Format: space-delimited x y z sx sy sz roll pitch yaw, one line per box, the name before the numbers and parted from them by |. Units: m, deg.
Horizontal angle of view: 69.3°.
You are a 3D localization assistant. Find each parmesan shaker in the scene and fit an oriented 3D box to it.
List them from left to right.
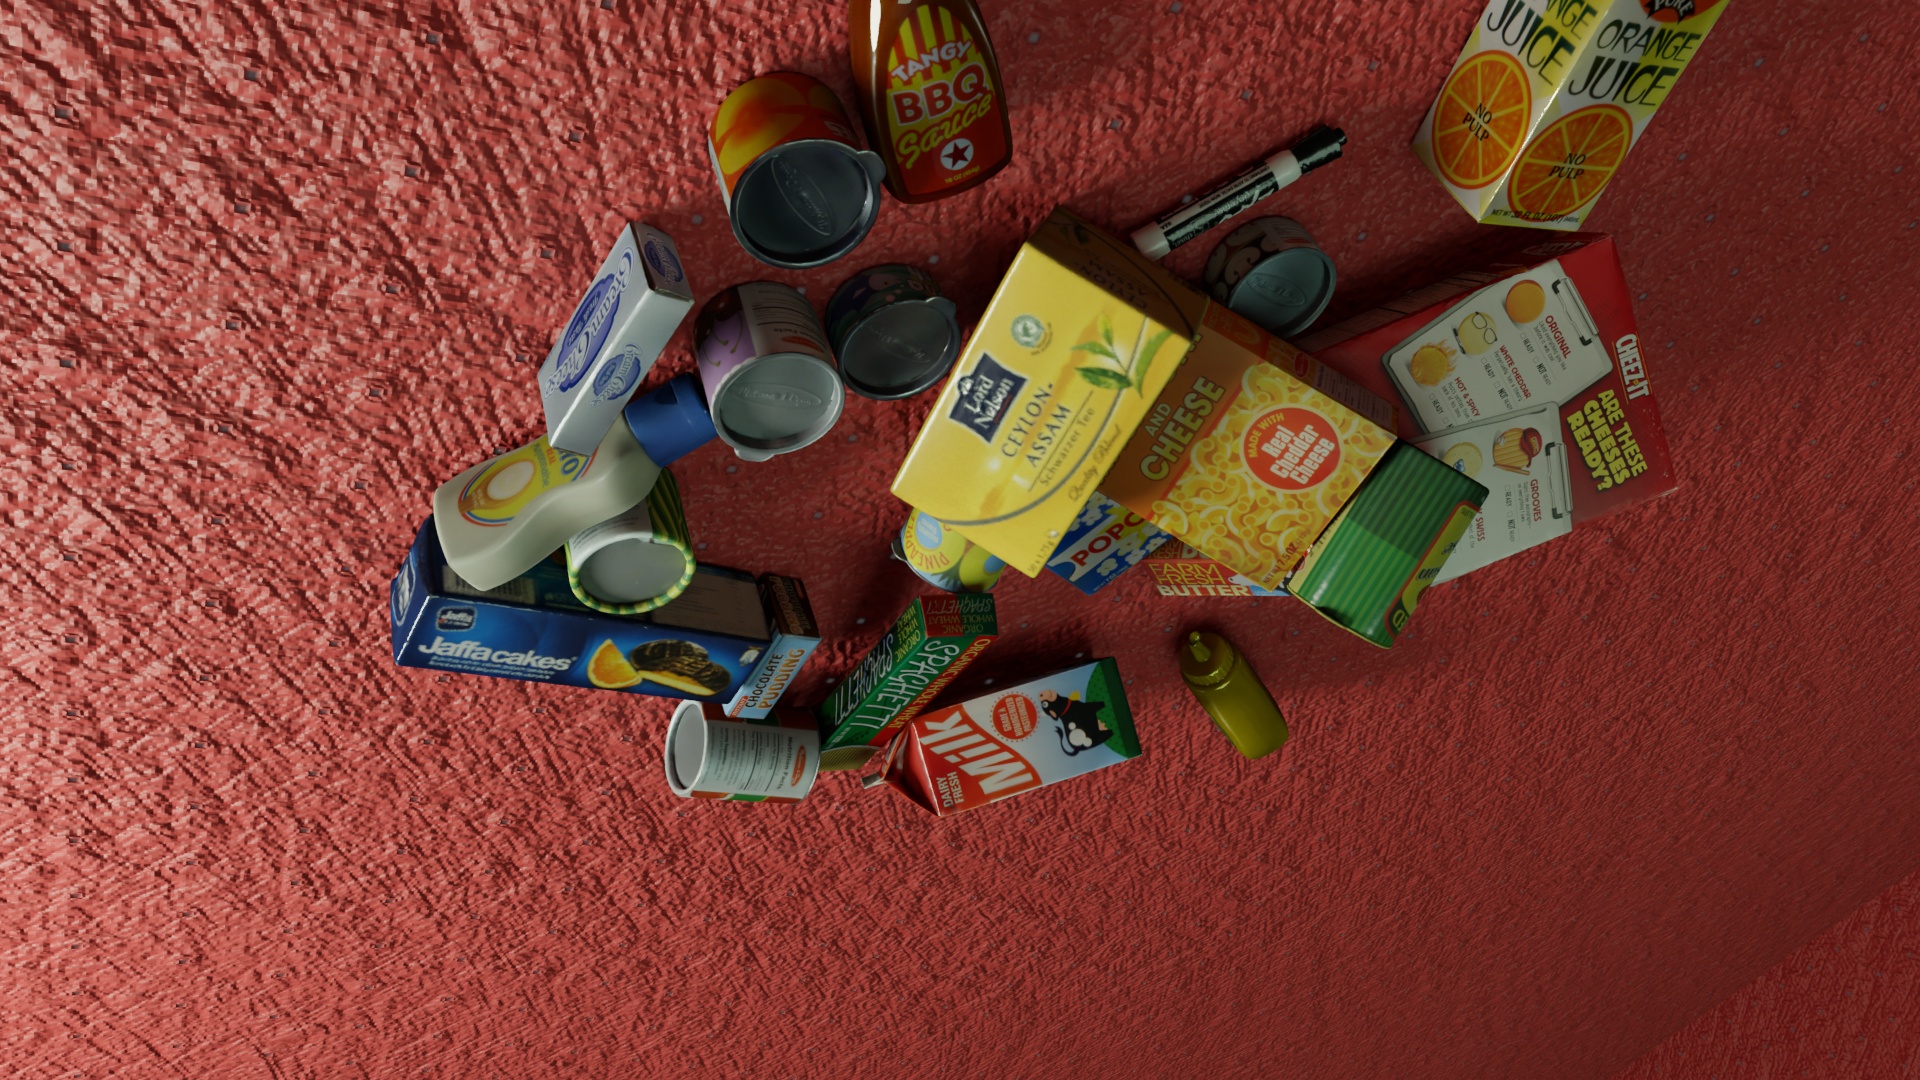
parmesan shaker | 0.236 0.000 0.768 0.071 0.071 0.103 20 105 -40

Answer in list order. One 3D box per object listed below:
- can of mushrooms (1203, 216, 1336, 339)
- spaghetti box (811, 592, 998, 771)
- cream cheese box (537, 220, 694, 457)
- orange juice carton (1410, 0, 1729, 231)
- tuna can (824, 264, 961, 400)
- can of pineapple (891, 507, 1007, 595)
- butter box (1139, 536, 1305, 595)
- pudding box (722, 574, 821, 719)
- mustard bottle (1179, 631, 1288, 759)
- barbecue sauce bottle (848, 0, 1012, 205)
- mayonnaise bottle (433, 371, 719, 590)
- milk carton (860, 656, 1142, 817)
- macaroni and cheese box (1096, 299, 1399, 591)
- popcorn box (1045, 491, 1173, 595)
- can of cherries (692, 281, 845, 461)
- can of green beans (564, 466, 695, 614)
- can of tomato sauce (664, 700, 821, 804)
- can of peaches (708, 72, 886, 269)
can of mushrooms | 0.170 -0.143 0.773 0.071 0.033 0.070 -14 141 -12
spaghetti box | -0.048 0.097 0.892 0.050 0.029 0.248 0 153 -26
cream cheese box | -0.165 -0.094 0.653 0.024 0.053 0.103 15 128 -40
orange juice carton | 0.310 -0.254 0.681 0.072 0.073 0.191 -1 136 -24
tuna can | -0.034 -0.109 0.715 0.071 0.033 0.070 -13 140 -11
can of pineapple | 0.003 -0.010 0.818 0.071 0.071 0.057 4 133 -29
butter box | 0.175 0.016 0.924 0.103 0.024 0.053 -1 151 28
pudding box | -0.122 0.067 0.861 0.030 0.050 0.083 10 131 -35
mustard bottle | 0.201 0.109 1.057 0.049 0.065 0.159 -35 134 7
barbecue sauce bottle | -0.019 -0.217 0.590 0.065 0.044 0.147 -24 141 -6
mayonnaise bottle | -0.192 -0.035 0.704 0.148 0.065 0.041 -29 143 2
milk carton | 0.022 0.142 0.977 0.191 0.073 0.072 -16 176 -8
macaroni and cheese box | 0.136 -0.062 0.774 0.166 0.040 0.123 30 125 -1
popcorn box | 0.102 -0.028 0.869 0.126 0.038 0.085 -38 140 17
can of cherries | -0.098 -0.084 0.693 0.071 0.058 0.071 -14 141 -12
can of green beans | -0.180 -0.002 0.747 0.071 0.058 0.071 -13 140 -11
can of tomato sauce | -0.146 0.139 0.921 0.083 0.071 0.071 11 130 -34
can of peaches | -0.072 -0.164 0.613 0.071 0.058 0.071 -13 139 -11
